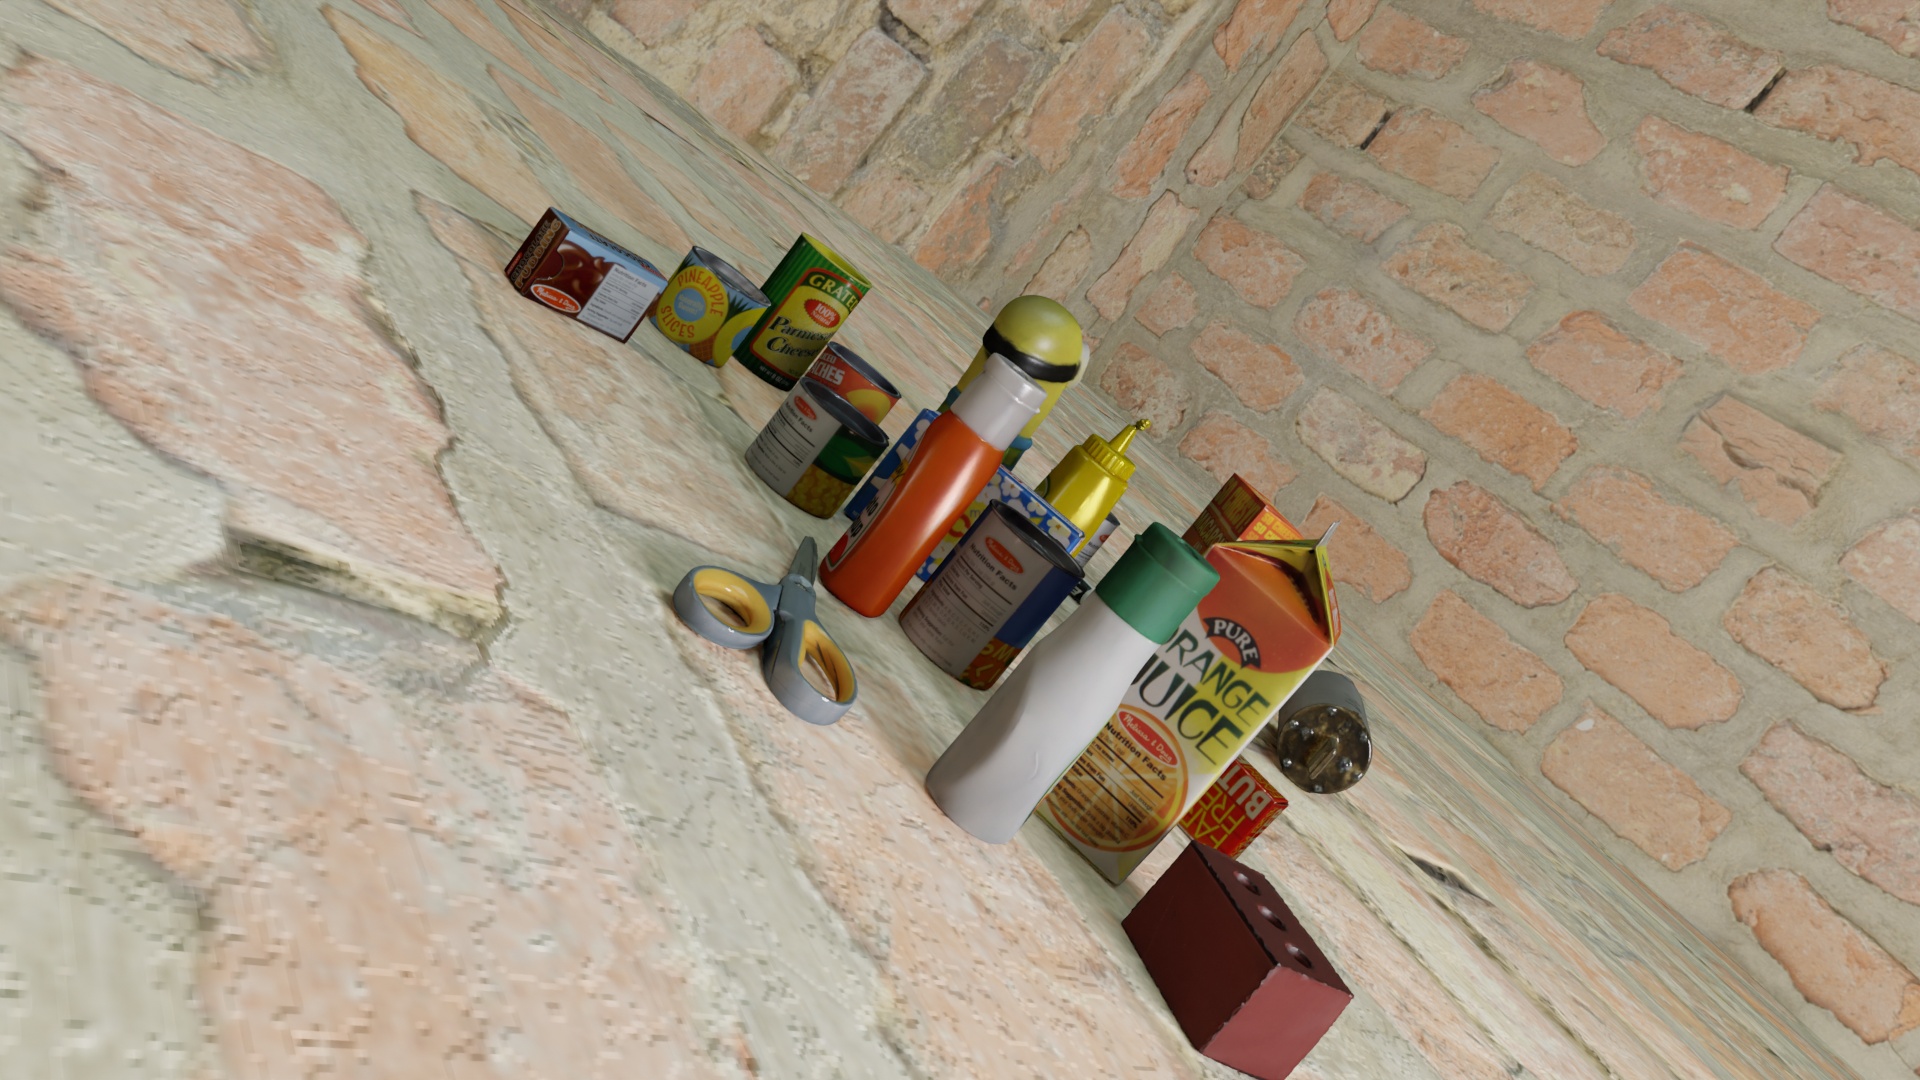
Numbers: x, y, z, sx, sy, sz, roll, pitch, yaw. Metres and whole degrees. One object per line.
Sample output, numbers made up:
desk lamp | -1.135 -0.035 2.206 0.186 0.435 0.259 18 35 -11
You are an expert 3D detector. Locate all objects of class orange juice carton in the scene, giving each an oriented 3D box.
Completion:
orange juice carton | 0.115 0.064 0.657 0.073 0.192 0.072 42 11 14

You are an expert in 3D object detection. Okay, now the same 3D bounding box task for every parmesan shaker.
parmesan shaker | -0.123 -0.171 1.056 0.071 0.103 0.071 37 11 -9

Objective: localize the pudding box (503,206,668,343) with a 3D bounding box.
pudding box | -0.221 -0.157 0.825 0.030 0.049 0.083 46 13 34

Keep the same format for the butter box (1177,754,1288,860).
butter box | 0.135 0.134 0.802 0.104 0.053 0.024 46 13 33

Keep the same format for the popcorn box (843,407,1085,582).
popcorn box | 0.003 -0.011 0.871 0.127 0.085 0.038 40 11 7

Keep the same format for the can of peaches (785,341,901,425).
can of peaches | -0.088 -0.104 1.018 0.071 0.058 0.071 37 11 -8

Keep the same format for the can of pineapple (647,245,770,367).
can of pineapple | -0.176 -0.163 0.967 0.071 0.057 0.071 37 11 -8

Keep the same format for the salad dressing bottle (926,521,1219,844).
salad dressing bottle | 0.047 0.059 0.579 0.044 0.147 0.064 38 11 -5

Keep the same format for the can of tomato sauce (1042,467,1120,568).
can of tomato sauce | 0.068 -0.003 1.048 0.071 0.083 0.071 37 11 -9

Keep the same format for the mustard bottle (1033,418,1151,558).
mustard bottle | 0.075 -0.025 0.960 0.049 0.160 0.065 37 11 -11

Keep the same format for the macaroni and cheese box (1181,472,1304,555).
macaroni and cheese box | 0.165 0.037 0.986 0.040 0.166 0.124 38 11 -7

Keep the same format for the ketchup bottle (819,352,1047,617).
ketchup bottle | -0.013 -0.029 0.729 0.043 0.148 0.065 38 11 -8

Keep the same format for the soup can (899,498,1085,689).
soup can | 0.018 0.030 0.762 0.071 0.083 0.071 37 11 -9

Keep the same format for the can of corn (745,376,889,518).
can of corn | -0.085 -0.054 0.834 0.071 0.058 0.071 37 11 -8
